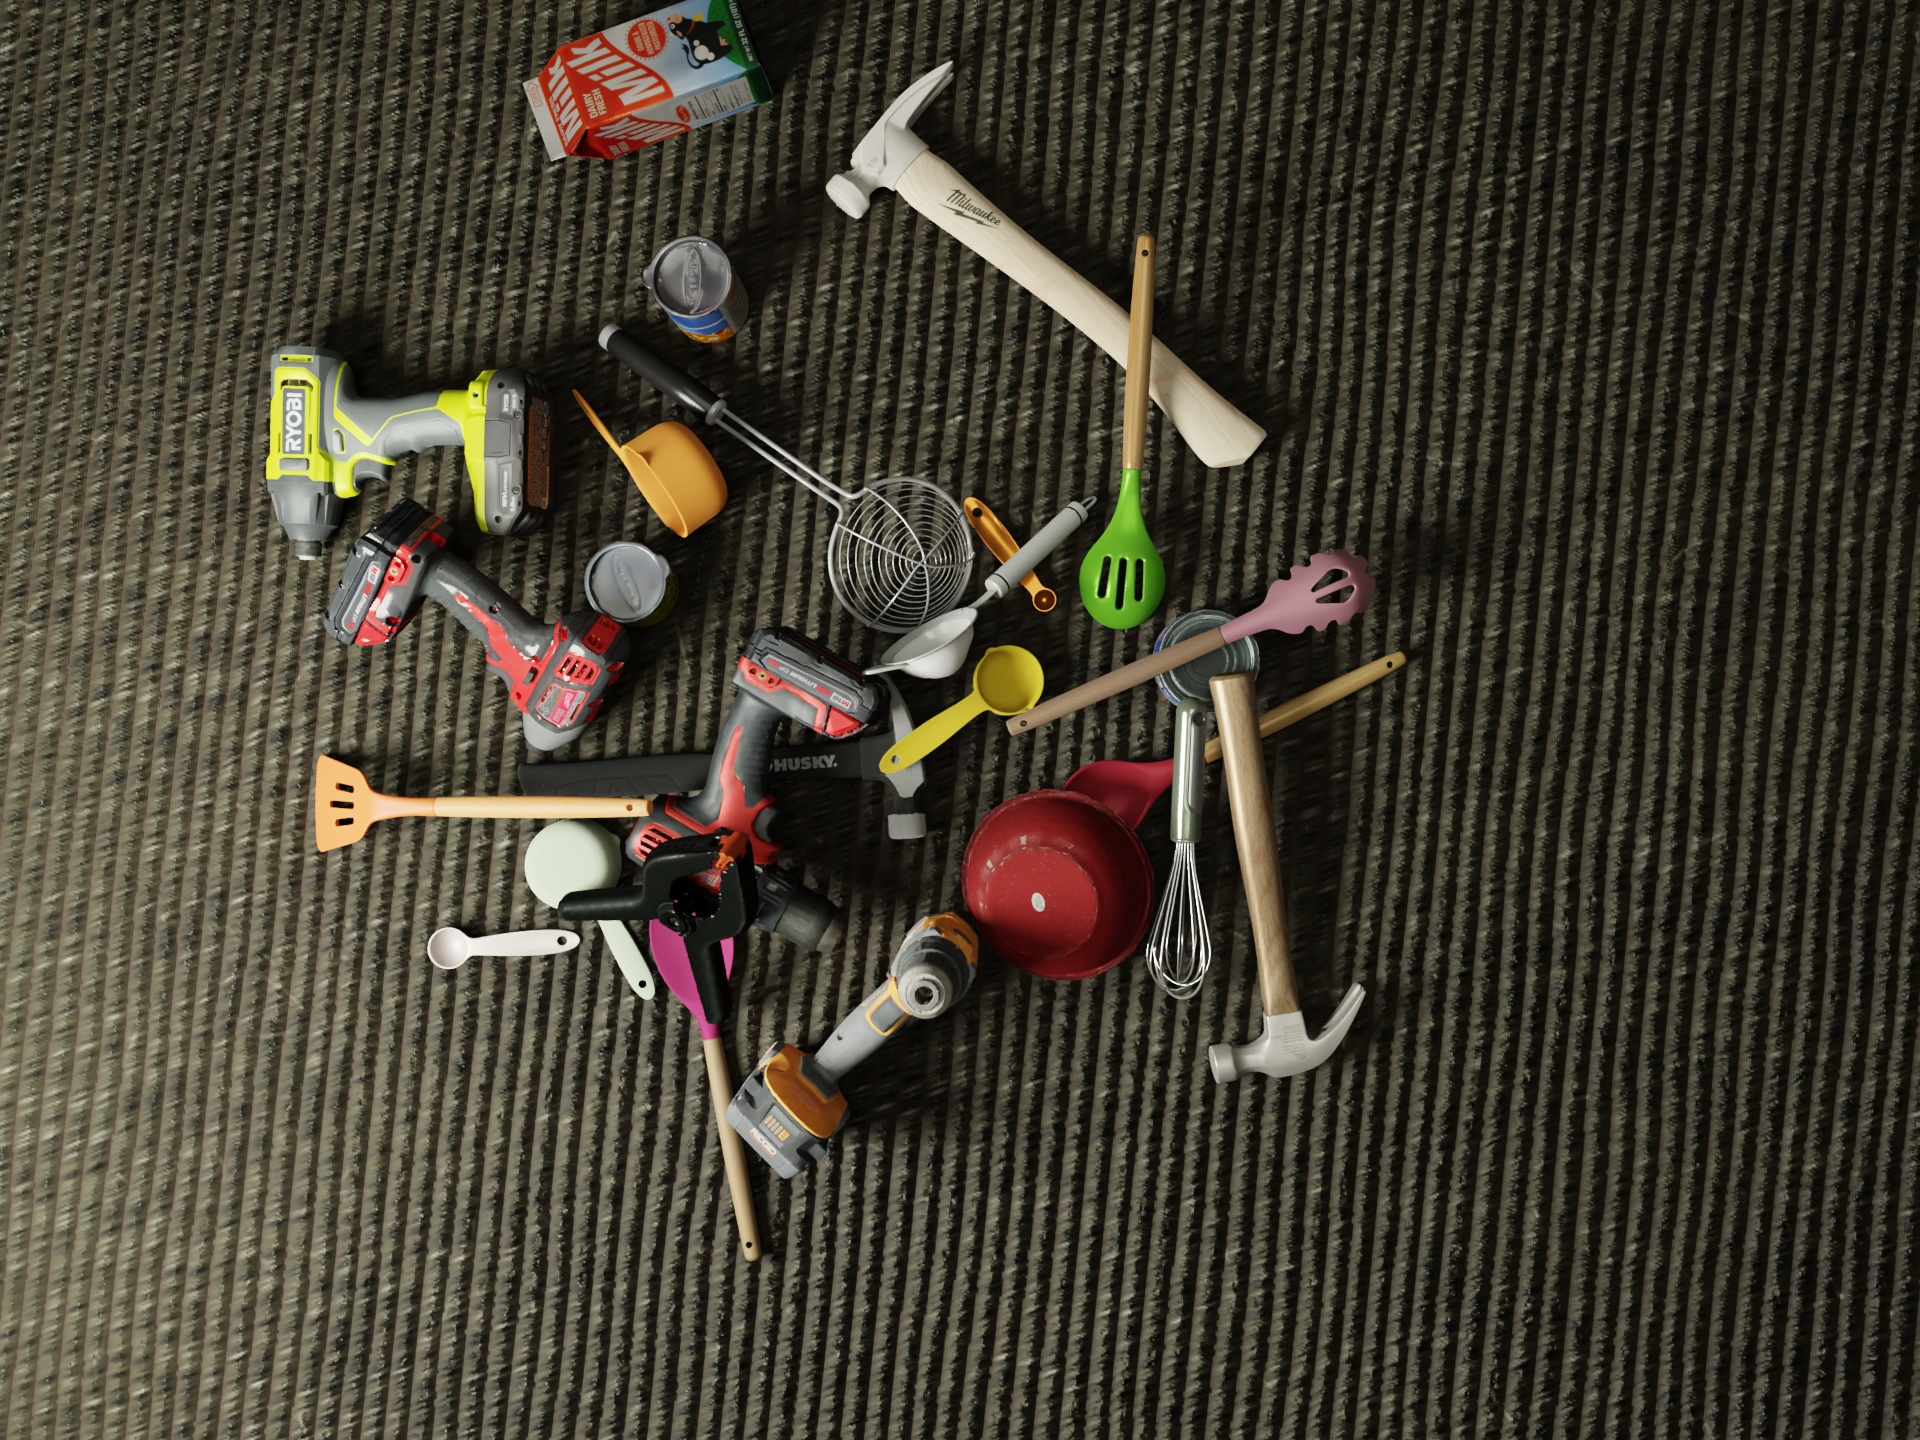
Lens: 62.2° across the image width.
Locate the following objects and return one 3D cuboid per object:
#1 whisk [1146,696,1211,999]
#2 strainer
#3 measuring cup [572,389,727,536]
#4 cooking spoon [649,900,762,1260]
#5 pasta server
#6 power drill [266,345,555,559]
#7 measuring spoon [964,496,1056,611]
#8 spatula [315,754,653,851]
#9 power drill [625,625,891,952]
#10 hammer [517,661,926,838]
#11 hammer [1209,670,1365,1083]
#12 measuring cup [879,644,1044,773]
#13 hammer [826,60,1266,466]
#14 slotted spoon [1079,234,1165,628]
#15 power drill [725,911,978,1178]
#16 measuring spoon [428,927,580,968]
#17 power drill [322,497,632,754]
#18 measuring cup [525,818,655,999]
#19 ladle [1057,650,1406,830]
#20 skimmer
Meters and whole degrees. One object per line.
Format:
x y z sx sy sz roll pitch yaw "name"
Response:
0.181 0.103 1.278 0.057 0.059 0.246 -3 98 -36 "whisk"
0.026 -0.101 1.269 0.258 0.087 0.050 -44 112 -21 "strainer"
-0.254 -0.228 1.304 0.052 0.095 0.174 -35 67 -14 "measuring cup"
-0.201 0.288 1.317 0.069 0.017 0.319 -11 88 2 "cooking spoon"
0.183 -0.056 1.271 0.316 0.040 0.060 -24 89 5 "pasta server"
-0.454 -0.214 1.305 0.223 0.080 0.171 3 94 5 "power drill"
0.040 -0.138 1.320 0.021 0.011 0.117 -37 85 1 "measuring spoon"
-0.392 0.068 1.277 0.322 0.041 0.081 0 89 15 "spatula"
-0.137 0.058 1.255 0.188 0.080 0.226 29 97 1 "power drill"
-0.198 0.035 1.312 0.335 0.035 0.146 -4 90 2 "hammer"
0.245 0.124 1.281 0.130 0.031 0.331 -9 96 -1 "hammer"
-0.002 -0.004 1.298 0.156 0.029 0.062 -35 92 -8 "measuring cup"
0.091 -0.361 1.307 0.410 0.038 0.146 40 89 1 "hammer"
0.138 -0.229 1.281 0.070 0.031 0.313 4 98 7 "slotted spoon"
-0.076 0.248 1.233 0.226 0.185 0.084 -45 90 4 "power drill"
-0.380 0.187 1.329 0.124 0.018 0.034 -3 89 -5 "measuring spoon"
-0.384 -0.066 1.274 0.219 0.079 0.143 32 125 -9 "power drill"
-0.299 0.158 1.310 0.083 0.038 0.167 -30 86 1 "measuring cup"
0.222 0.016 1.302 0.315 0.031 0.069 -26 98 -1 "ladle"
-0.149 -0.209 1.316 0.363 0.090 0.127 36 83 12 "skimmer"
